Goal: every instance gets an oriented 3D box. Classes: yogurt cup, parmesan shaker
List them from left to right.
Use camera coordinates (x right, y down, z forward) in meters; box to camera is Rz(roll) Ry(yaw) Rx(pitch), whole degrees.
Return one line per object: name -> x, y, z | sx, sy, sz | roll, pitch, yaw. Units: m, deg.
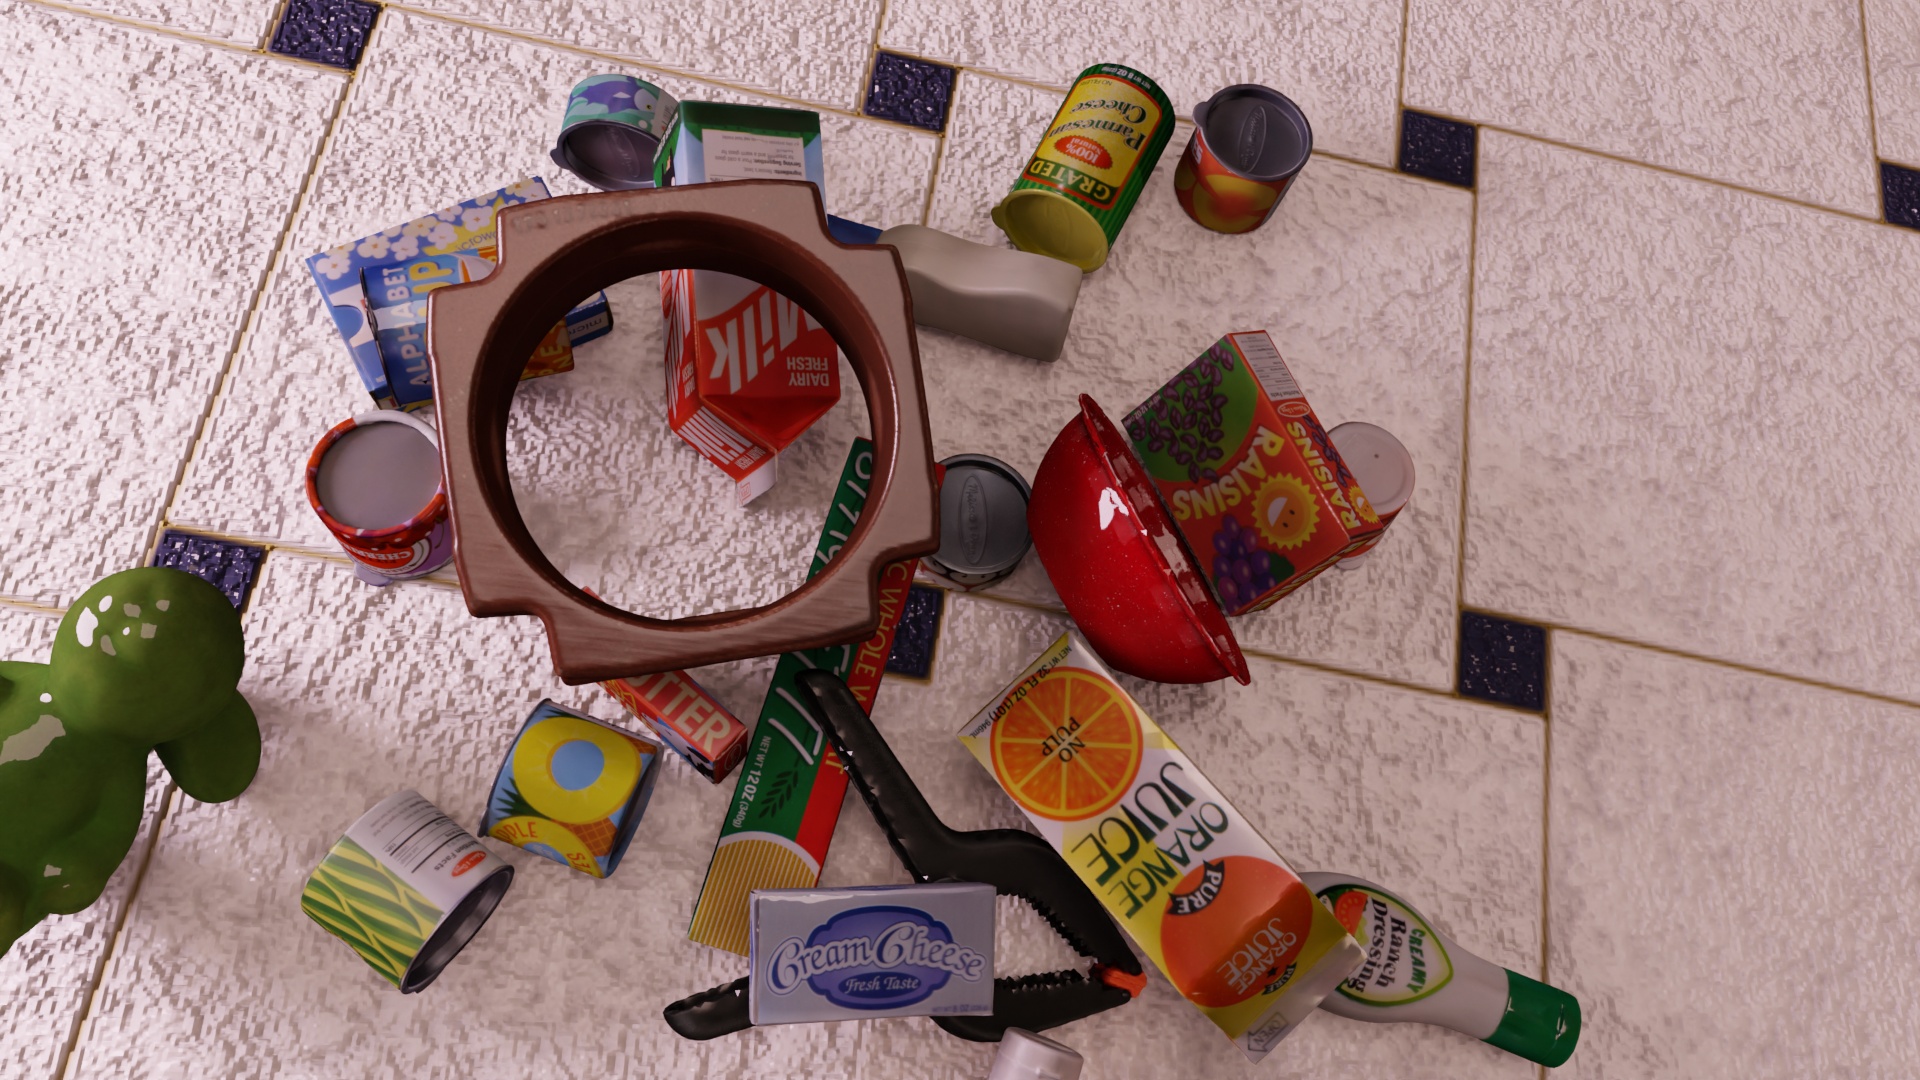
parmesan shaker -> 0.071, -0.213, 0.789 | 0.071, 0.071, 0.103 | 27, 68, 2
yogurt cup -> 0.207, -0.028, 0.745 | 0.072, 0.053, 0.072 | 3, 68, -7

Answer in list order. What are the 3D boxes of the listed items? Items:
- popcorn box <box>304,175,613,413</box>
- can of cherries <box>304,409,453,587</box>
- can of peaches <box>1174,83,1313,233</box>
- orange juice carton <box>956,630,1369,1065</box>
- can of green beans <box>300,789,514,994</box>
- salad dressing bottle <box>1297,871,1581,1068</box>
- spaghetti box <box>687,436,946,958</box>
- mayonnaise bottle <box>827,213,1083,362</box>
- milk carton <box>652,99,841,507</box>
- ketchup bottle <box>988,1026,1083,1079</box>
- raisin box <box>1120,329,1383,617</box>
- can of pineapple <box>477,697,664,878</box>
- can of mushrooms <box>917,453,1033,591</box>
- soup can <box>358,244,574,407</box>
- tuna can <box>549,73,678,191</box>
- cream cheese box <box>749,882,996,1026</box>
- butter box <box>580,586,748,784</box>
popcorn box -> -0.257, -0.127, 0.720 | 0.127, 0.038, 0.085 | -26, 76, -17
can of cherries -> -0.272, -0.019, 0.665 | 0.071, 0.058, 0.072 | 3, 69, -8
can of peaches -> 0.161, -0.222, 0.811 | 0.071, 0.058, 0.071 | 3, 70, -7
orange juice carton -> 0.091, 0.137, 0.632 | 0.072, 0.073, 0.193 | -43, 73, 0
can of green beans -> -0.238, 0.151, 0.601 | 0.058, 0.071, 0.071 | 36, 68, 6
salad dressing bottle -> 0.219, 0.206, 0.662 | 0.148, 0.043, 0.064 | 22, 66, 0
spaghetti box -> -0.065, 0.072, 0.657 | 0.050, 0.028, 0.250 | 18, 77, -3
mayonnaise bottle -> -0.011, -0.141, 0.752 | 0.148, 0.064, 0.041 | 17, 65, 2
milk carton -> -0.109, -0.116, 0.702 | 0.073, 0.072, 0.190 | -2, 81, -24
ketchup bottle -> 0.011, 0.284, 0.585 | 0.065, 0.043, 0.149 | 23, 79, -9
raisin box -> 0.149, -0.034, 0.720 | 0.040, 0.085, 0.123 | -10, 67, -46
can of pineapple -> -0.174, 0.113, 0.625 | 0.058, 0.070, 0.071 | 21, 68, -1
can of mushrooms -> 0.003, -0.009, 0.717 | 0.071, 0.033, 0.071 | 3, 70, -8
soup can -> -0.232, -0.104, 0.656 | 0.084, 0.071, 0.071 | -15, 72, -16
tuna can -> -0.184, -0.219, 0.752 | 0.071, 0.070, 0.033 | 8, 68, -6
cream cheese box -> -0.037, 0.172, 0.583 | 0.104, 0.024, 0.053 | 2, 81, -14
butter box -> -0.145, 0.069, 0.654 | 0.103, 0.053, 0.024 | 40, 67, 7
